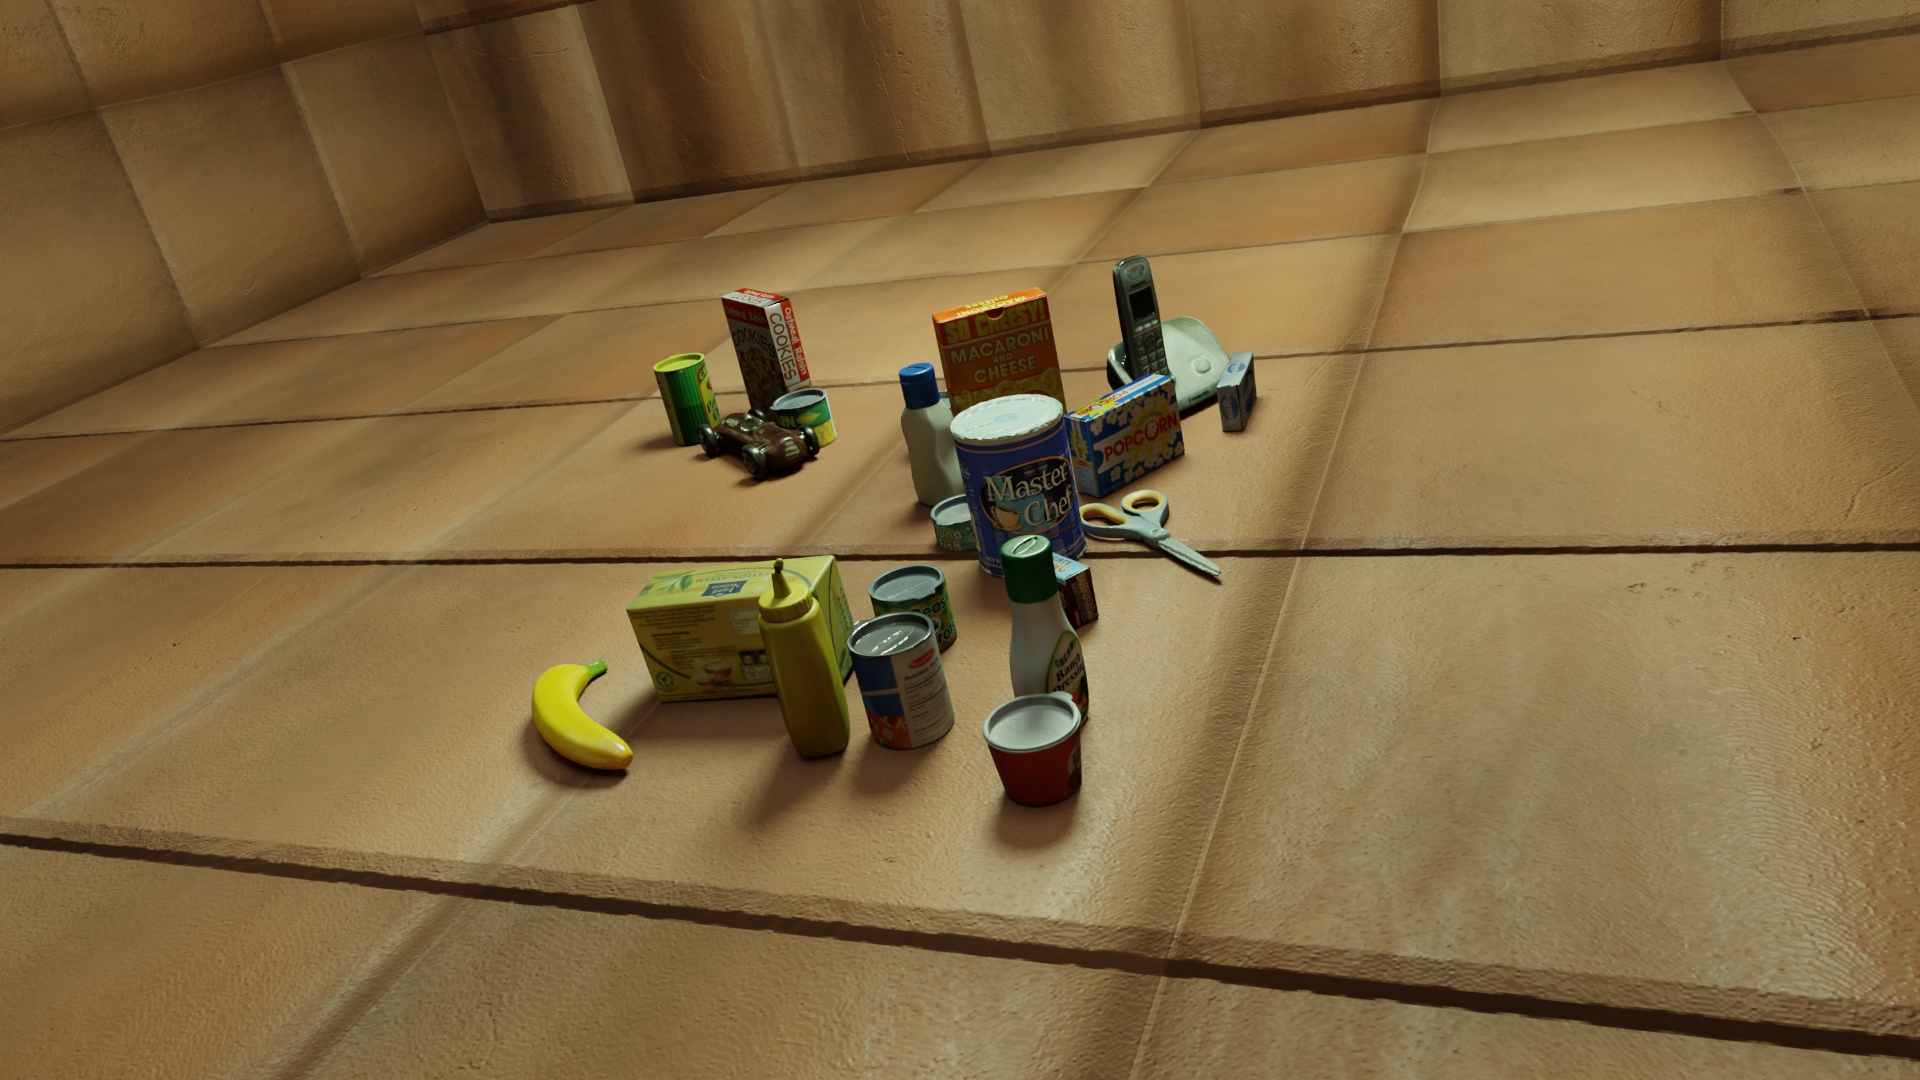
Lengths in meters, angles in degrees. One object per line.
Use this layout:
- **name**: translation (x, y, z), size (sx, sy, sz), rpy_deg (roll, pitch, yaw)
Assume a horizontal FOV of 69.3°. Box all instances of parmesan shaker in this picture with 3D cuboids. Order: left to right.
- **parmesan shaker**: translation (-0.348, -0.182, 1.782), size (0.071, 0.102, 0.071), rpy_deg (-10, 24, 5)

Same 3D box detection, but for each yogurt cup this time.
- **yogurt cup**: translation (0.053, 0.145, 0.955), size (0.072, 0.053, 0.073), rpy_deg (-10, 24, 5)

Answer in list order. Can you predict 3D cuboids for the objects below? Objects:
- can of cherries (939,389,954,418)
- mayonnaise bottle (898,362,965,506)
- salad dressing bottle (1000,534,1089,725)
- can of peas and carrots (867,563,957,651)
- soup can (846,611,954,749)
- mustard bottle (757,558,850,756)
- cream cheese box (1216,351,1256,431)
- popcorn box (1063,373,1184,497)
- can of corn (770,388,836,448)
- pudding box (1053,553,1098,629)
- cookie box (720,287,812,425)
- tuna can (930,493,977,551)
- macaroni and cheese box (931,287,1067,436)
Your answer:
- **can of cherries**: translation (-0.022, -0.133, 1.580), size (0.071, 0.058, 0.072), rpy_deg (-10, 24, 5)
- **mayonnaise bottle**: translation (-0.030, -0.107, 1.421), size (0.065, 0.147, 0.041), rpy_deg (12, 34, 43)
- **salad dressing bottle**: translation (0.059, 0.069, 1.004), size (0.044, 0.147, 0.064), rpy_deg (7, 31, 37)
- **can of peas and carrots**: translation (-0.039, 0.061, 1.173), size (0.071, 0.058, 0.071), rpy_deg (-10, 24, 5)
- **soup can**: translation (-0.046, 0.105, 1.052), size (0.071, 0.083, 0.071), rpy_deg (-10, 24, 5)
- **mustard bottle**: translation (-0.121, 0.083, 1.041), size (0.049, 0.159, 0.065), rpy_deg (-12, 24, 0)
- **cream cheese box**: translation (0.299, -0.162, 1.498), size (0.024, 0.053, 0.104), rpy_deg (-2, 26, 22)
- **popcorn box**: translation (0.167, -0.108, 1.406), size (0.127, 0.085, 0.038), rpy_deg (-28, 28, -31)
- **can of corn**: translation (-0.190, -0.145, 1.683), size (0.071, 0.058, 0.071), rpy_deg (-10, 24, 5)
- **pudding box**: translation (0.078, 0.038, 1.179), size (0.030, 0.049, 0.084), rpy_deg (-26, 28, -27)
- **cookie box**: translation (-0.240, -0.230, 1.759), size (0.040, 0.166, 0.123), rpy_deg (-26, 28, -28)
- **tuna can**: translation (0.005, -0.017, 1.350), size (0.071, 0.032, 0.071), rpy_deg (-10, 25, 5)
- **macaroni and cheese box**: translation (0.047, -0.179, 1.518), size (0.124, 0.165, 0.040), rpy_deg (-16, 24, -8)
